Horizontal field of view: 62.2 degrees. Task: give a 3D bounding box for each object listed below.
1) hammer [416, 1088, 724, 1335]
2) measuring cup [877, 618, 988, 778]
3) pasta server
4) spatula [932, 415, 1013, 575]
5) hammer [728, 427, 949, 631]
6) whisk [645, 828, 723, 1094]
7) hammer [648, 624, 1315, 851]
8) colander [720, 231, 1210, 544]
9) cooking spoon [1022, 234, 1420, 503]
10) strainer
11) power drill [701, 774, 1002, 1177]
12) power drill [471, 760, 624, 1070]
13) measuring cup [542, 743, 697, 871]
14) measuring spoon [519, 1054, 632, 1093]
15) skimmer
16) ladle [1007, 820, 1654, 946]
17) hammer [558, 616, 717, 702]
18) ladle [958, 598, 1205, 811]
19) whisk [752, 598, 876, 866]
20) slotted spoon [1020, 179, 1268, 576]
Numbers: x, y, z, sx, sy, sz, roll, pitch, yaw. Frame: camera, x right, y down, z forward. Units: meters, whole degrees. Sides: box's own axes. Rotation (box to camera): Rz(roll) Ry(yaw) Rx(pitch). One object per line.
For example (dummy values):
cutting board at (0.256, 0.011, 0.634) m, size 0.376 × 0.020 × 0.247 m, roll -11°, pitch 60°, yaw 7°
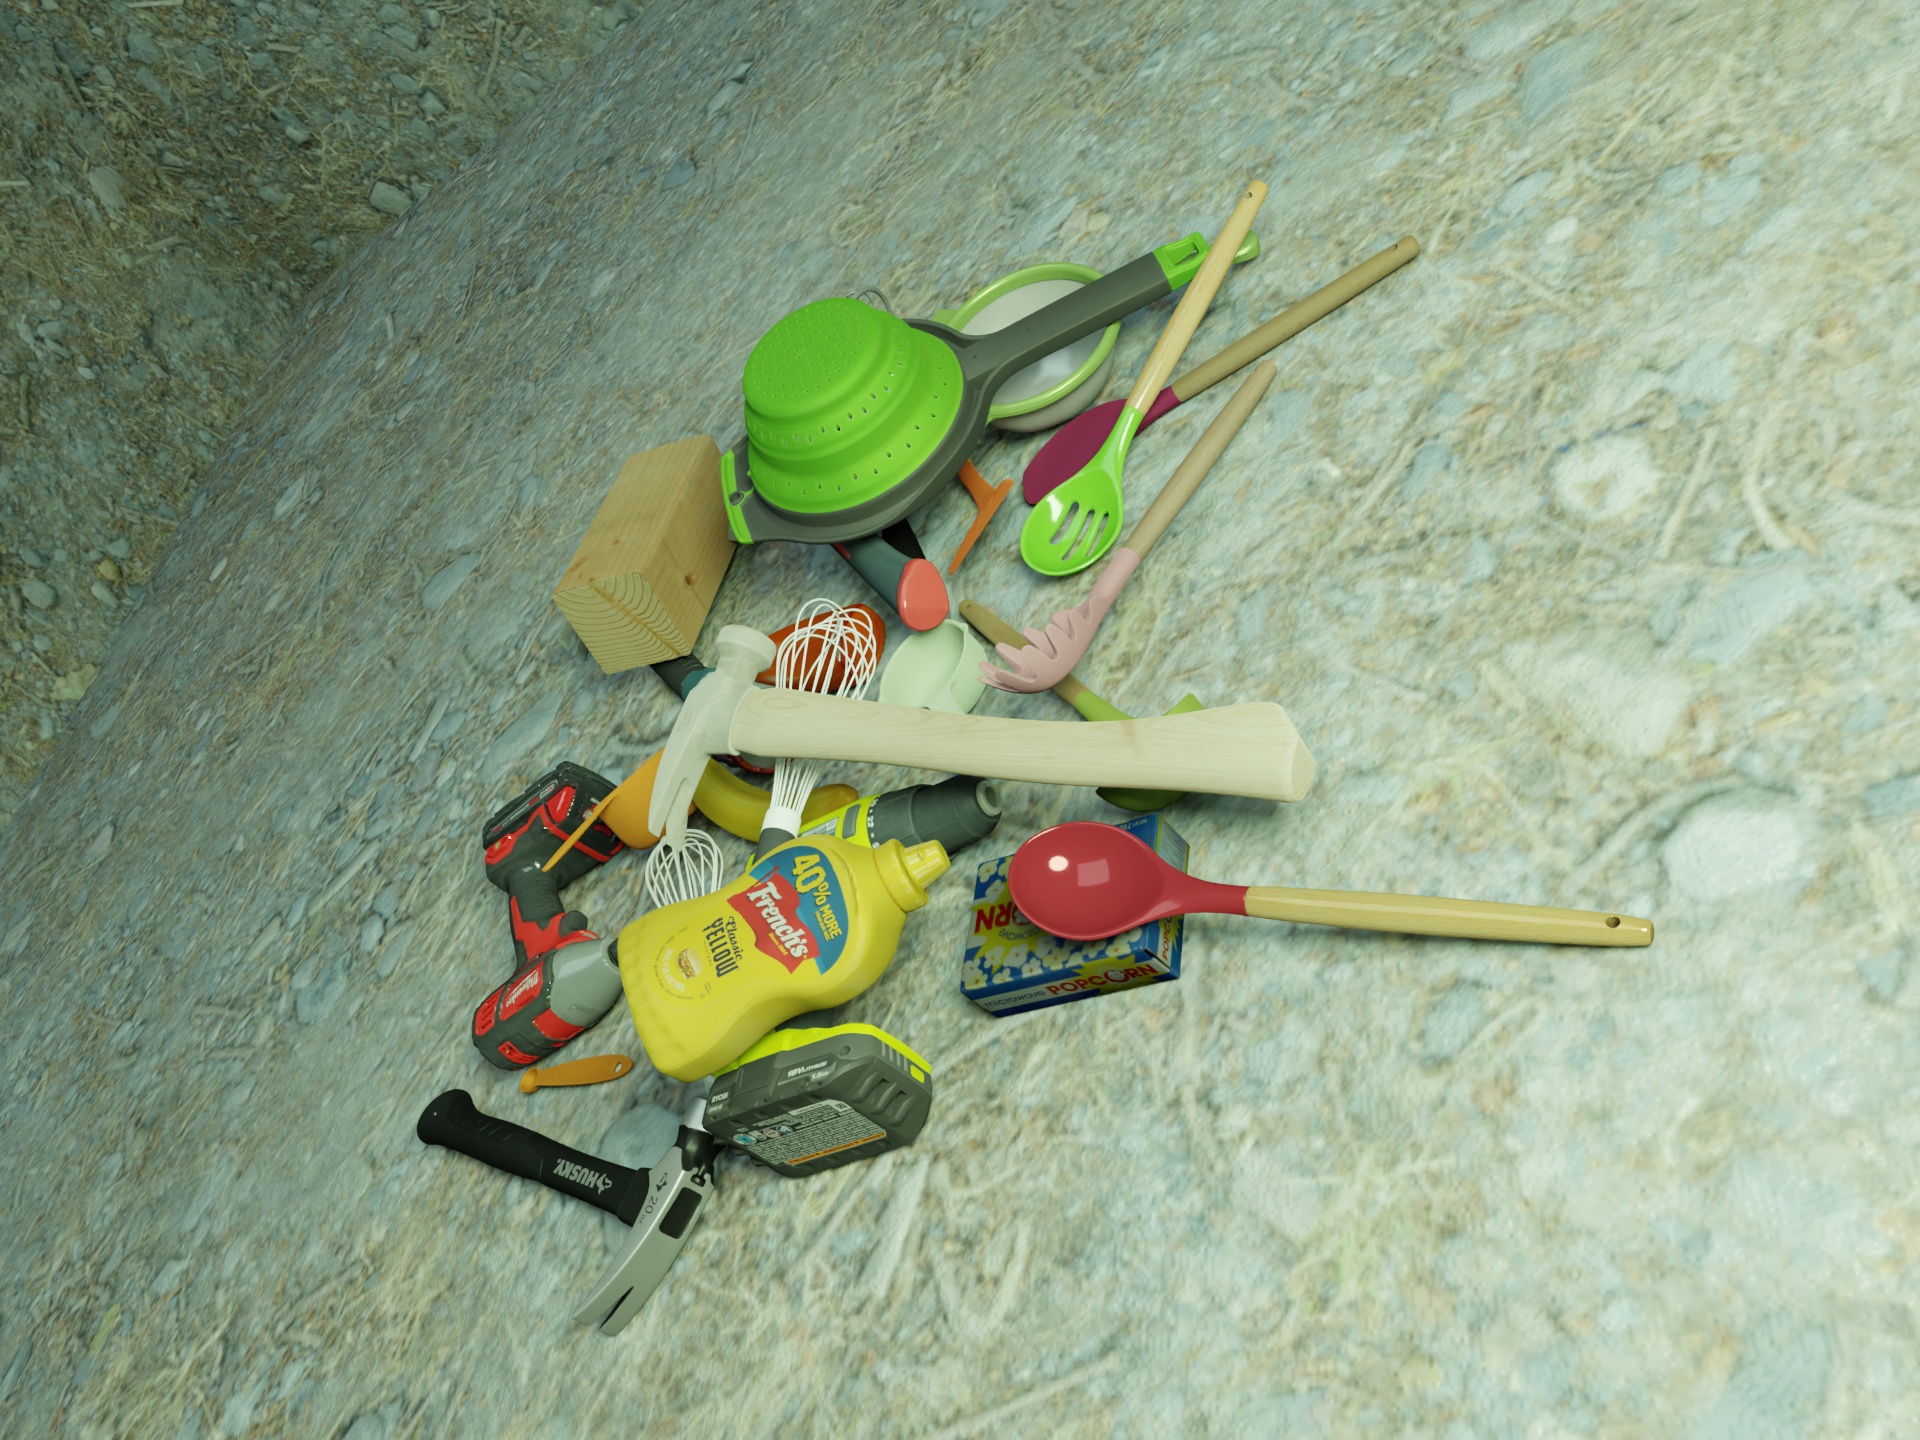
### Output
hammer at (-0.283, 0.303, 1.076) m, size 0.335 × 0.035 × 0.146 m, roll -1°, pitch 56°, yaw 47°
measuring cup at (-0.002, -0.003, 1.056) m, size 0.083 × 0.038 × 0.168 m, roll -42°, pitch 38°, yaw 11°
pasta server at (0.115, -0.127, 0.998) m, size 0.316 × 0.040 × 0.060 m, roll -53°, pitch 17°, yaw -24°
spatula at (-0.009, -0.212, 1.250) m, size 0.081 × 0.041 × 0.323 m, roll -55°, pitch 31°, yaw 21°
hammer at (-0.104, -0.144, 1.237) m, size 0.387 × 0.038 × 0.143 m, roll 48°, pitch 130°, yaw 53°
whisk at (-0.178, 0.160, 1.088) m, size 0.058 × 0.059 × 0.247 m, roll -18°, pitch 43°, yaw -4°
hammer at (-0.004, 0.021, 0.890) m, size 0.411 × 0.038 × 0.146 m, roll 4°, pitch 64°, yaw 35°
colander at (-0.016, -0.269, 1.128) m, size 0.397 × 0.094 × 0.205 m, roll -26°, pitch 50°, yaw 10°
cooking spoon at (0.172, -0.240, 1.102) m, size 0.319 × 0.017 × 0.069 m, roll -30°, pitch 44°, yaw 26°
strainer at (0.106, -0.287, 1.187) m, size 0.256 × 0.069 × 0.152 m, roll -22°, pitch 50°, yaw 11°
power drill at (-0.062, 0.141, 0.955) m, size 0.190 × 0.080 × 0.229 m, roll -25°, pitch 39°, yaw 32°
power drill at (-0.302, 0.145, 1.210) m, size 0.143 × 0.078 × 0.220 m, roll -35°, pitch 41°, yaw 20°
measuring cup at (-0.244, 0.078, 1.175) m, size 0.095 × 0.052 × 0.174 m, roll -36°, pitch 11°, yaw 35°
measuring spoon at (-0.273, 0.253, 1.135) m, size 0.117 × 0.011 × 0.021 m, roll -16°, pitch 46°, yaw 33°
skimmer at (-0.045, -0.210, 1.265) m, size 0.090 × 0.127 × 0.364 m, roll -19°, pitch 50°, yaw -6°
ladle at (0.163, 0.087, 0.763) m, size 0.315 × 0.031 × 0.069 m, roll 1°, pitch 56°, yaw 34°
hammer at (-0.278, -0.076, 1.420) m, size 0.128 × 0.033 × 0.331 m, roll -50°, pitch 35°, yaw -2°
ladle at (0.059, -0.029, 0.998) m, size 0.078 × 0.062 × 0.320 m, roll -46°, pitch 33°, yaw 0°
whisk at (-0.106, 0.039, 1.003) m, size 0.070 × 0.070 × 0.285 m, roll -18°, pitch 46°, yaw 36°
slotted spoon at (0.134, -0.234, 1.093) m, size 0.070 × 0.031 × 0.314 m, roll 27°, pitch 87°, yaw 33°
